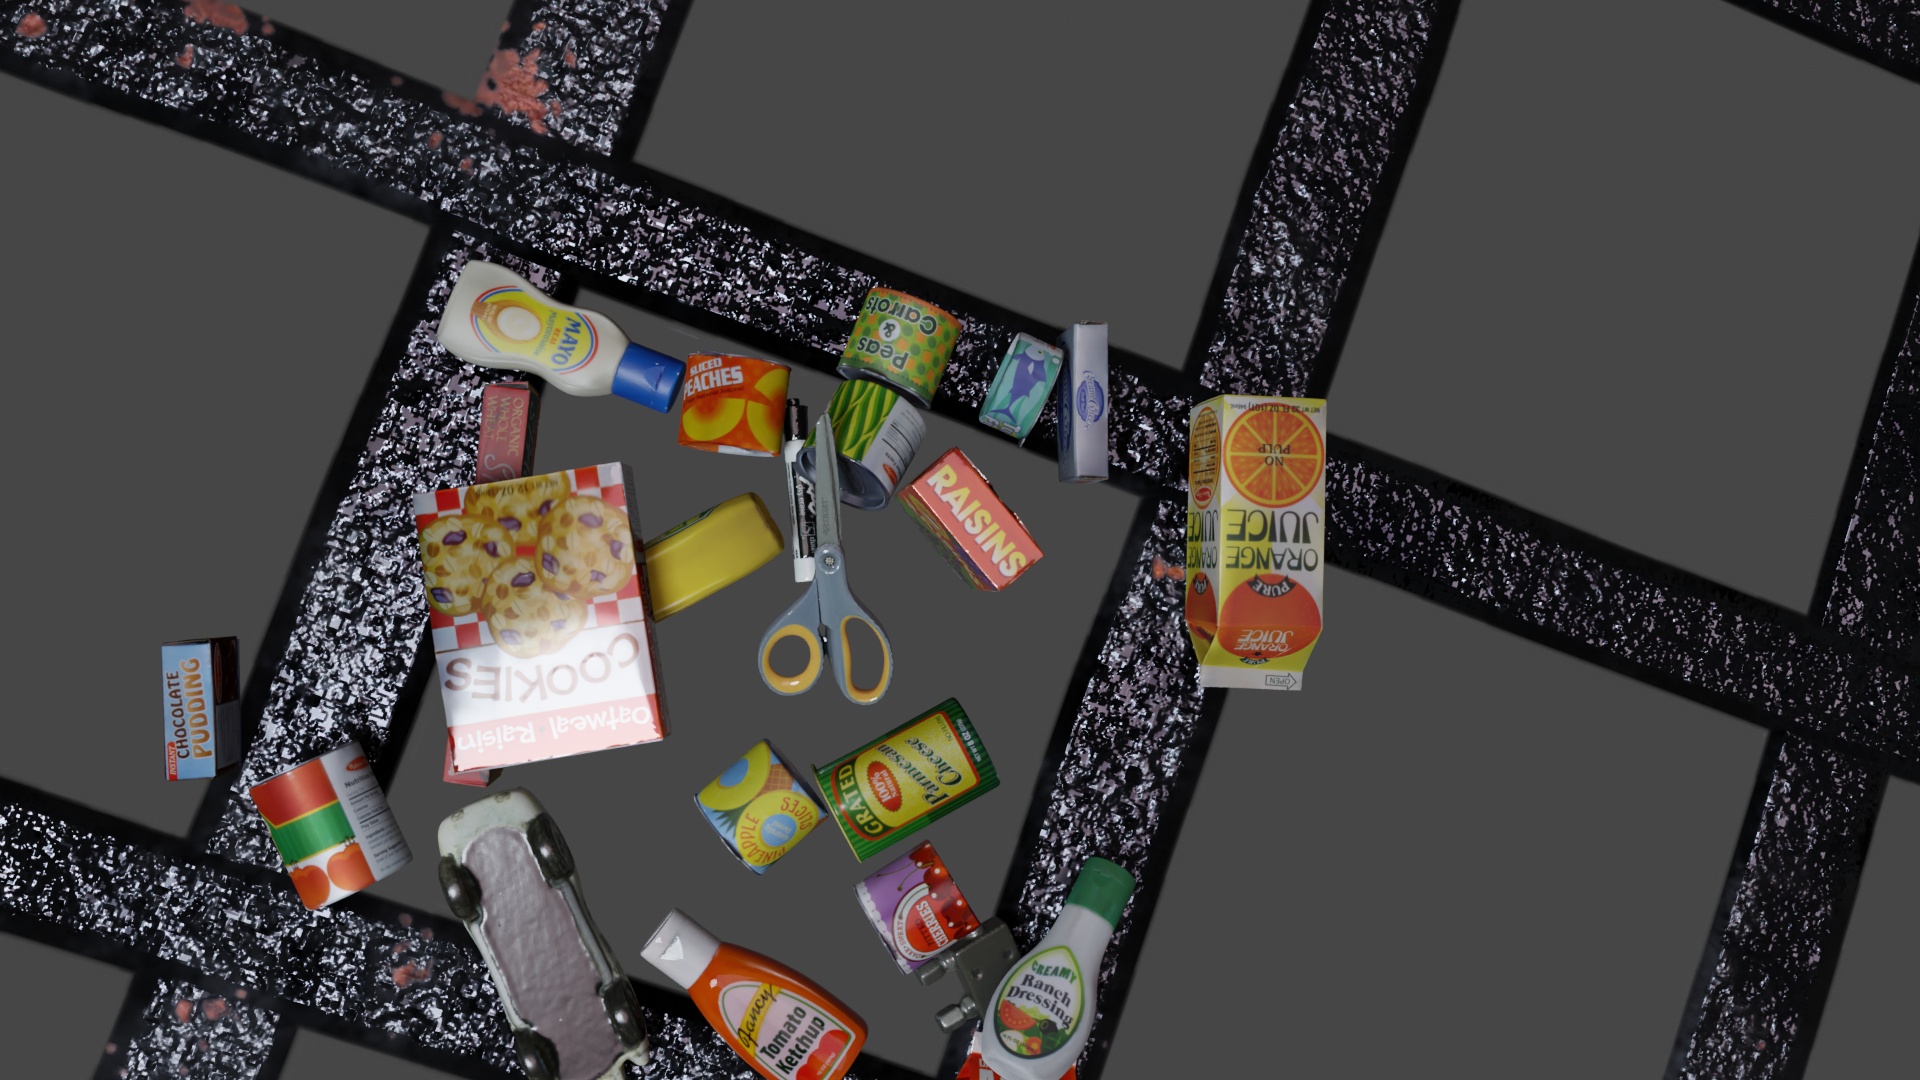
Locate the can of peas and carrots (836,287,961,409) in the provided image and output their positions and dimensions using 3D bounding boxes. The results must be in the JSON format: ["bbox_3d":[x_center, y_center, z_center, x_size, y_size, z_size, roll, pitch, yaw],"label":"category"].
[{"bbox_3d":[-0.040,-0.125,0.900,0.071,0.071,0.059,22,85,-6],"label":"can of peas and carrots"}]

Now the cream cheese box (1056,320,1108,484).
[{"bbox_3d":[0.081,-0.090,0.924,0.024,0.053,0.104,0,88,-10],"label":"cream cheese box"}]

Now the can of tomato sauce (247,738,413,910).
[{"bbox_3d":[-0.384,0.173,0.845,0.071,0.071,0.083,-25,92,-8],"label":"can of tomato sauce"}]

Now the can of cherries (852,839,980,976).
[{"bbox_3d":[-0.027,0.235,0.888,0.058,0.071,0.071,-31,92,-8],"label":"can of cherries"}]

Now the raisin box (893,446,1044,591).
[{"bbox_3d":[0.003,-0.011,0.875,0.040,0.123,0.086,-40,93,-6],"label":"raisin box"}]

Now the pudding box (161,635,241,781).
[{"bbox_3d":[-0.461,0.101,0.845,0.030,0.049,0.083,-2,89,-9],"label":"pudding box"}]

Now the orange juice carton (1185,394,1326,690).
[{"bbox_3d":[0.195,0.003,0.926,0.072,0.073,0.192,2,88,-8],"label":"orange juice carton"}]

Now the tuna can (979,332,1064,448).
[{"bbox_3d":[0.039,-0.099,0.912,0.033,0.071,0.071,24,85,-5],"label":"tuna can"}]

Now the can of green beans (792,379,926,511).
[{"bbox_3d":[-0.063,-0.061,0.890,0.071,0.071,0.058,30,65,-6],"label":"can of green beans"}]

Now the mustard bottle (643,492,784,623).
[{"bbox_3d":[-0.191,0.024,0.879,0.160,0.065,0.048,-28,96,-3],"label":"mustard bottle"}]

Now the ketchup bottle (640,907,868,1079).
[{"bbox_3d":[-0.134,0.292,0.886,0.149,0.043,0.065,38,84,-4],"label":"ketchup bottle"}]

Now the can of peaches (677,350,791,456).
[{"bbox_3d":[-0.145,-0.086,0.884,0.071,0.071,0.058,7,89,-7],"label":"can of peaches"}]

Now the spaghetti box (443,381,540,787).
[{"bbox_3d":[-0.292,0.025,0.871,0.029,0.050,0.250,5,87,-9],"label":"spaghetti box"}]

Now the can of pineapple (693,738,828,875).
[{"bbox_3d":[-0.125,0.169,0.878,0.058,0.071,0.071,-40,94,-7],"label":"can of pineapple"}]

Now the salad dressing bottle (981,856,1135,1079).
[{"bbox_3d":[0.066,0.274,0.889,0.064,0.043,0.148,19,57,22],"label":"salad dressing bottle"}]

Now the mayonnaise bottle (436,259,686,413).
[{"bbox_3d":[-0.251,-0.124,0.886,0.148,0.041,0.065,21,84,-6],"label":"mayonnaise bottle"}]

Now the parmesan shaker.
[{"bbox_3d":[-0.035,0.150,0.894,0.103,0.071,0.071,-28,92,-8],"label":"parmesan shaker"}]

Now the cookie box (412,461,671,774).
[{"bbox_3d":[-0.247,0.046,0.827,0.123,0.040,0.167,-9,89,-3],"label":"cookie box"}]

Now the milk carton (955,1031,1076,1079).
[{"bbox_3d":[0.026,0.414,0.888,0.072,0.073,0.190,10,86,-7],"label":"milk carton"}]
